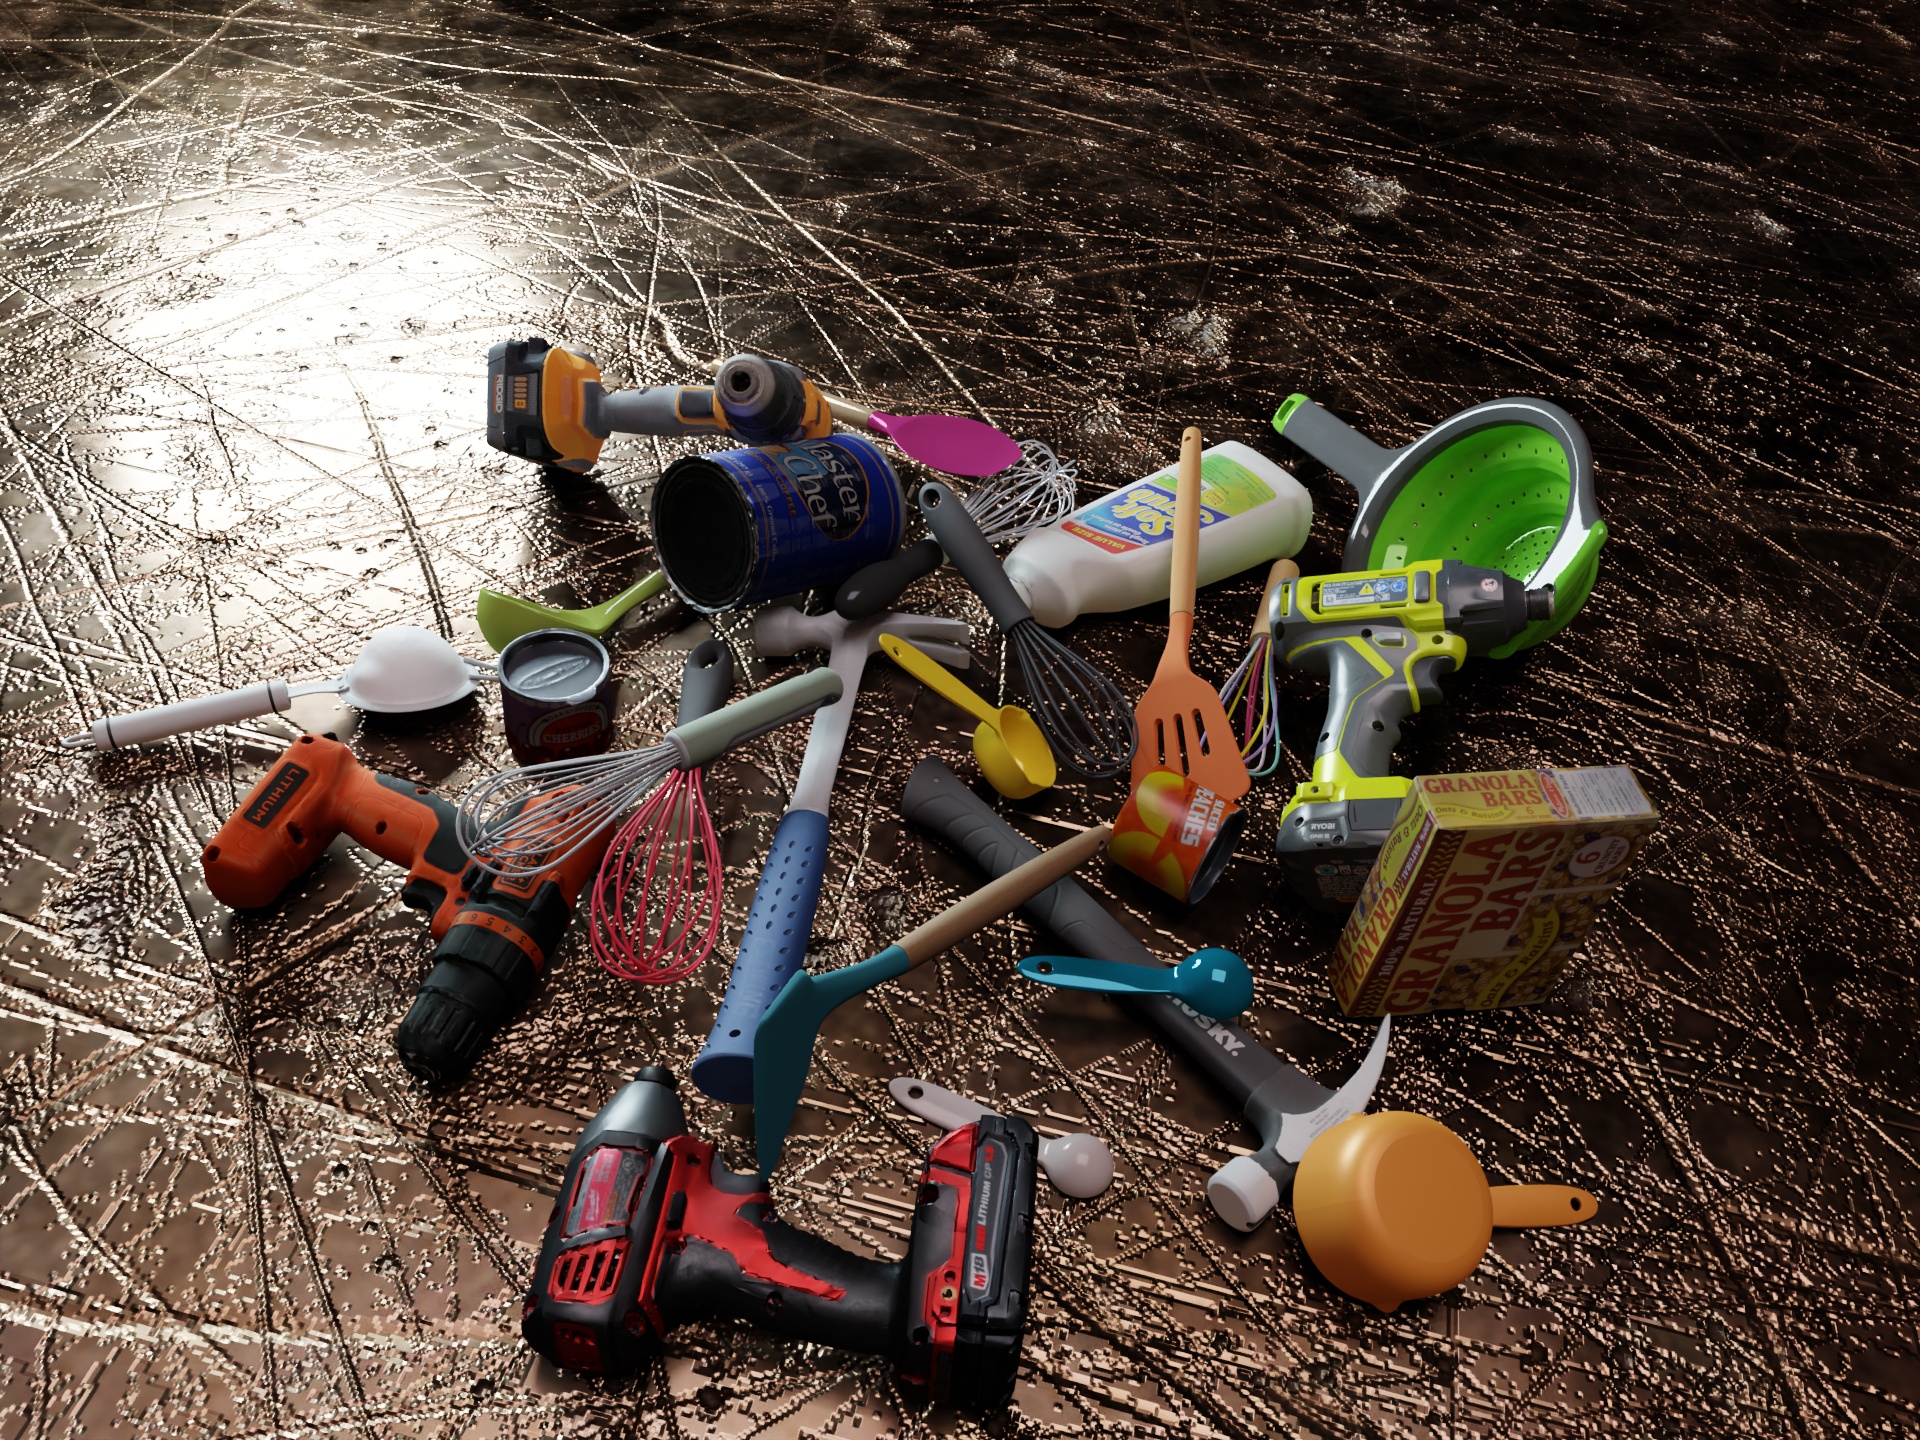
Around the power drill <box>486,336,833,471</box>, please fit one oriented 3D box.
[{"bbox_3d":[-0.211,-0.220,1.108,0.226,0.084,0.185,2,2,4],"label":"power drill"}]

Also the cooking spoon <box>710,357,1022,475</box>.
[{"bbox_3d":[-0.083,-0.234,1.208,0.319,0.017,0.069,26,48,35],"label":"cooking spoon"}]

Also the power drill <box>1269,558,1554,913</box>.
[{"bbox_3d":[0.273,0.000,0.964,0.171,0.080,0.223,-4,53,21],"label":"power drill"}]

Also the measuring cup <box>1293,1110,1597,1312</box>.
[{"bbox_3d":[0.251,0.235,0.777,0.173,0.052,0.095,4,66,-16],"label":"measuring cup"}]

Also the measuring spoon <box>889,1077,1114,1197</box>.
[{"bbox_3d":[0.020,0.206,0.812,0.124,0.018,0.034,20,45,13],"label":"measuring spoon"}]

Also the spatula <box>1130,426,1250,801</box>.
[{"bbox_3d":[0.151,-0.079,1.057,0.081,0.041,0.323,-16,45,29],"label":"spatula"}]

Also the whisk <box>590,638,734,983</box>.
[{"bbox_3d":[-0.164,0.041,0.933,0.073,0.073,0.296,5,38,-3],"label":"whisk"}]

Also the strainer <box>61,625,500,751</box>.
[{"bbox_3d":[-0.407,-0.018,0.969,0.258,0.050,0.087,-15,32,-18],"label":"strainer"}]

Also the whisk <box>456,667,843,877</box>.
[{"bbox_3d":[-0.162,0.021,0.877,0.246,0.057,0.059,-26,76,-35],"label":"whisk"}]

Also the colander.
[{"bbox_3d":[0.351,-0.154,1.181,0.094,0.204,0.398,28,17,-29],"label":"colander"}]

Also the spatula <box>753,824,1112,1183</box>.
[{"bbox_3d":[-0.006,0.116,0.803,0.044,0.082,0.317,17,28,35],"label":"spatula"}]

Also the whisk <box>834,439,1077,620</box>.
[{"bbox_3d":[0.002,-0.129,1.106,0.070,0.070,0.284,28,39,20],"label":"whisk"}]

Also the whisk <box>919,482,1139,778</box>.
[{"bbox_3d":[0.039,-0.063,1.018,0.055,0.055,0.239,-22,68,-28],"label":"whisk"}]

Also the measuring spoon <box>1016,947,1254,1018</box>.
[{"bbox_3d":[0.095,0.133,0.847,0.128,0.021,0.042,5,44,-3],"label":"measuring spoon"}]

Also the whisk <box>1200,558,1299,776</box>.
[{"bbox_3d":[0.207,-0.041,1.081,0.051,0.047,0.245,16,41,10],"label":"whisk"}]

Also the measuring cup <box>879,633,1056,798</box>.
[{"bbox_3d":[-0.002,-0.003,0.956,0.156,0.029,0.062,37,33,-33],"label":"measuring cup"}]

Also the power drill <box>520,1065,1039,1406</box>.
[{"bbox_3d":[-0.078,0.232,0.733,0.219,0.078,0.143,6,43,2],"label":"power drill"}]

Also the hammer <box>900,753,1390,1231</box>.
[{"bbox_3d":[0.087,0.125,0.896,0.146,0.035,0.335,-29,55,-32],"label":"hammer"}]

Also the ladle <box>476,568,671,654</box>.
[{"bbox_3d":[-0.188,-0.117,1.093,0.078,0.062,0.320,21,40,36],"label":"ladle"}]

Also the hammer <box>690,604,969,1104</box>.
[{"bbox_3d":[-0.080,0.049,0.898,0.144,0.035,0.406,1,35,5],"label":"hammer"}]
